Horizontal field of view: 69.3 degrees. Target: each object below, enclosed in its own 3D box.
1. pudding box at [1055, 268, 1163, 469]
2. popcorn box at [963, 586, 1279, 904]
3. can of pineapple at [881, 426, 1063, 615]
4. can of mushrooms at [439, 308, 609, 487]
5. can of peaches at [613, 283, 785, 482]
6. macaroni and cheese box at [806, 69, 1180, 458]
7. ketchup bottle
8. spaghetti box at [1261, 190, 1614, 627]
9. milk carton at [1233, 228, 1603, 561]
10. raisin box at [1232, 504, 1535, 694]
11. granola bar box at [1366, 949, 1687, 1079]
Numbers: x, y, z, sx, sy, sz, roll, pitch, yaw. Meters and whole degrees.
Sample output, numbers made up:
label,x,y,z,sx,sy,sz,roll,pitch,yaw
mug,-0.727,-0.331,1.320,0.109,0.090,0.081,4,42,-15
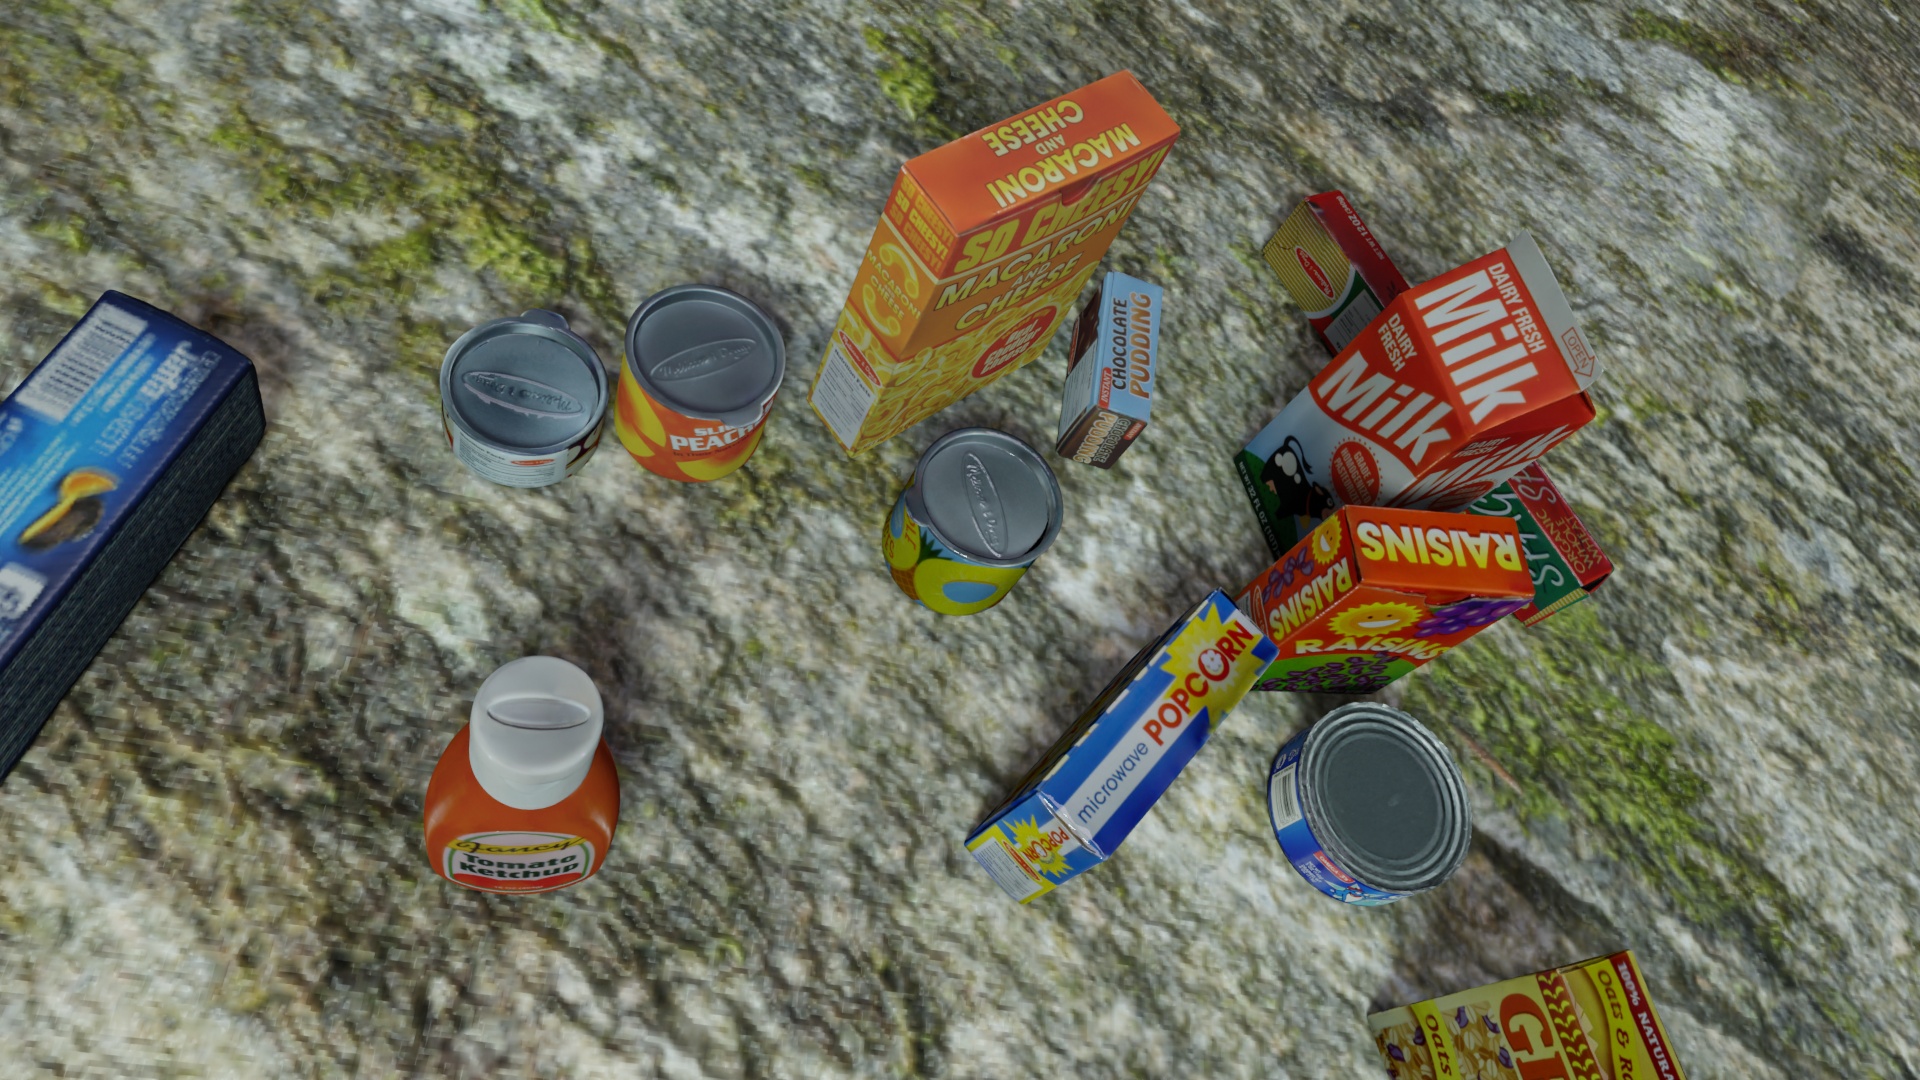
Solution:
label,x,y,z,sx,sy,sz,roll,pitch,yaw
pudding box,0.072,-0.083,0.673,0.030,0.049,0.084,16,60,-12
popcorn box,0.065,0.084,0.563,0.038,0.084,0.127,44,58,6
can of pineapple,0.002,-0.008,0.604,0.071,0.057,0.071,8,62,-16
can of mushrooms,-0.181,-0.059,0.579,0.071,0.033,0.071,8,62,-16
can of peaches,-0.111,-0.064,0.592,0.071,0.057,0.071,8,62,-16
macaroni and cheese box,0.010,-0.114,0.598,0.124,0.165,0.040,-32,78,-30
ketchup bottle,-0.142,0.079,0.454,0.065,0.148,0.044,4,63,-18
spaghetti box,0.246,-0.072,0.729,0.029,0.050,0.250,-23,74,-28
milk carton,0.208,-0.055,0.625,0.073,0.189,0.072,-10,68,-24
raisin box,0.175,0.030,0.608,0.086,0.122,0.040,5,63,-18
granola bar box,0.229,0.247,0.515,0.039,0.123,0.166,-7,67,-23
